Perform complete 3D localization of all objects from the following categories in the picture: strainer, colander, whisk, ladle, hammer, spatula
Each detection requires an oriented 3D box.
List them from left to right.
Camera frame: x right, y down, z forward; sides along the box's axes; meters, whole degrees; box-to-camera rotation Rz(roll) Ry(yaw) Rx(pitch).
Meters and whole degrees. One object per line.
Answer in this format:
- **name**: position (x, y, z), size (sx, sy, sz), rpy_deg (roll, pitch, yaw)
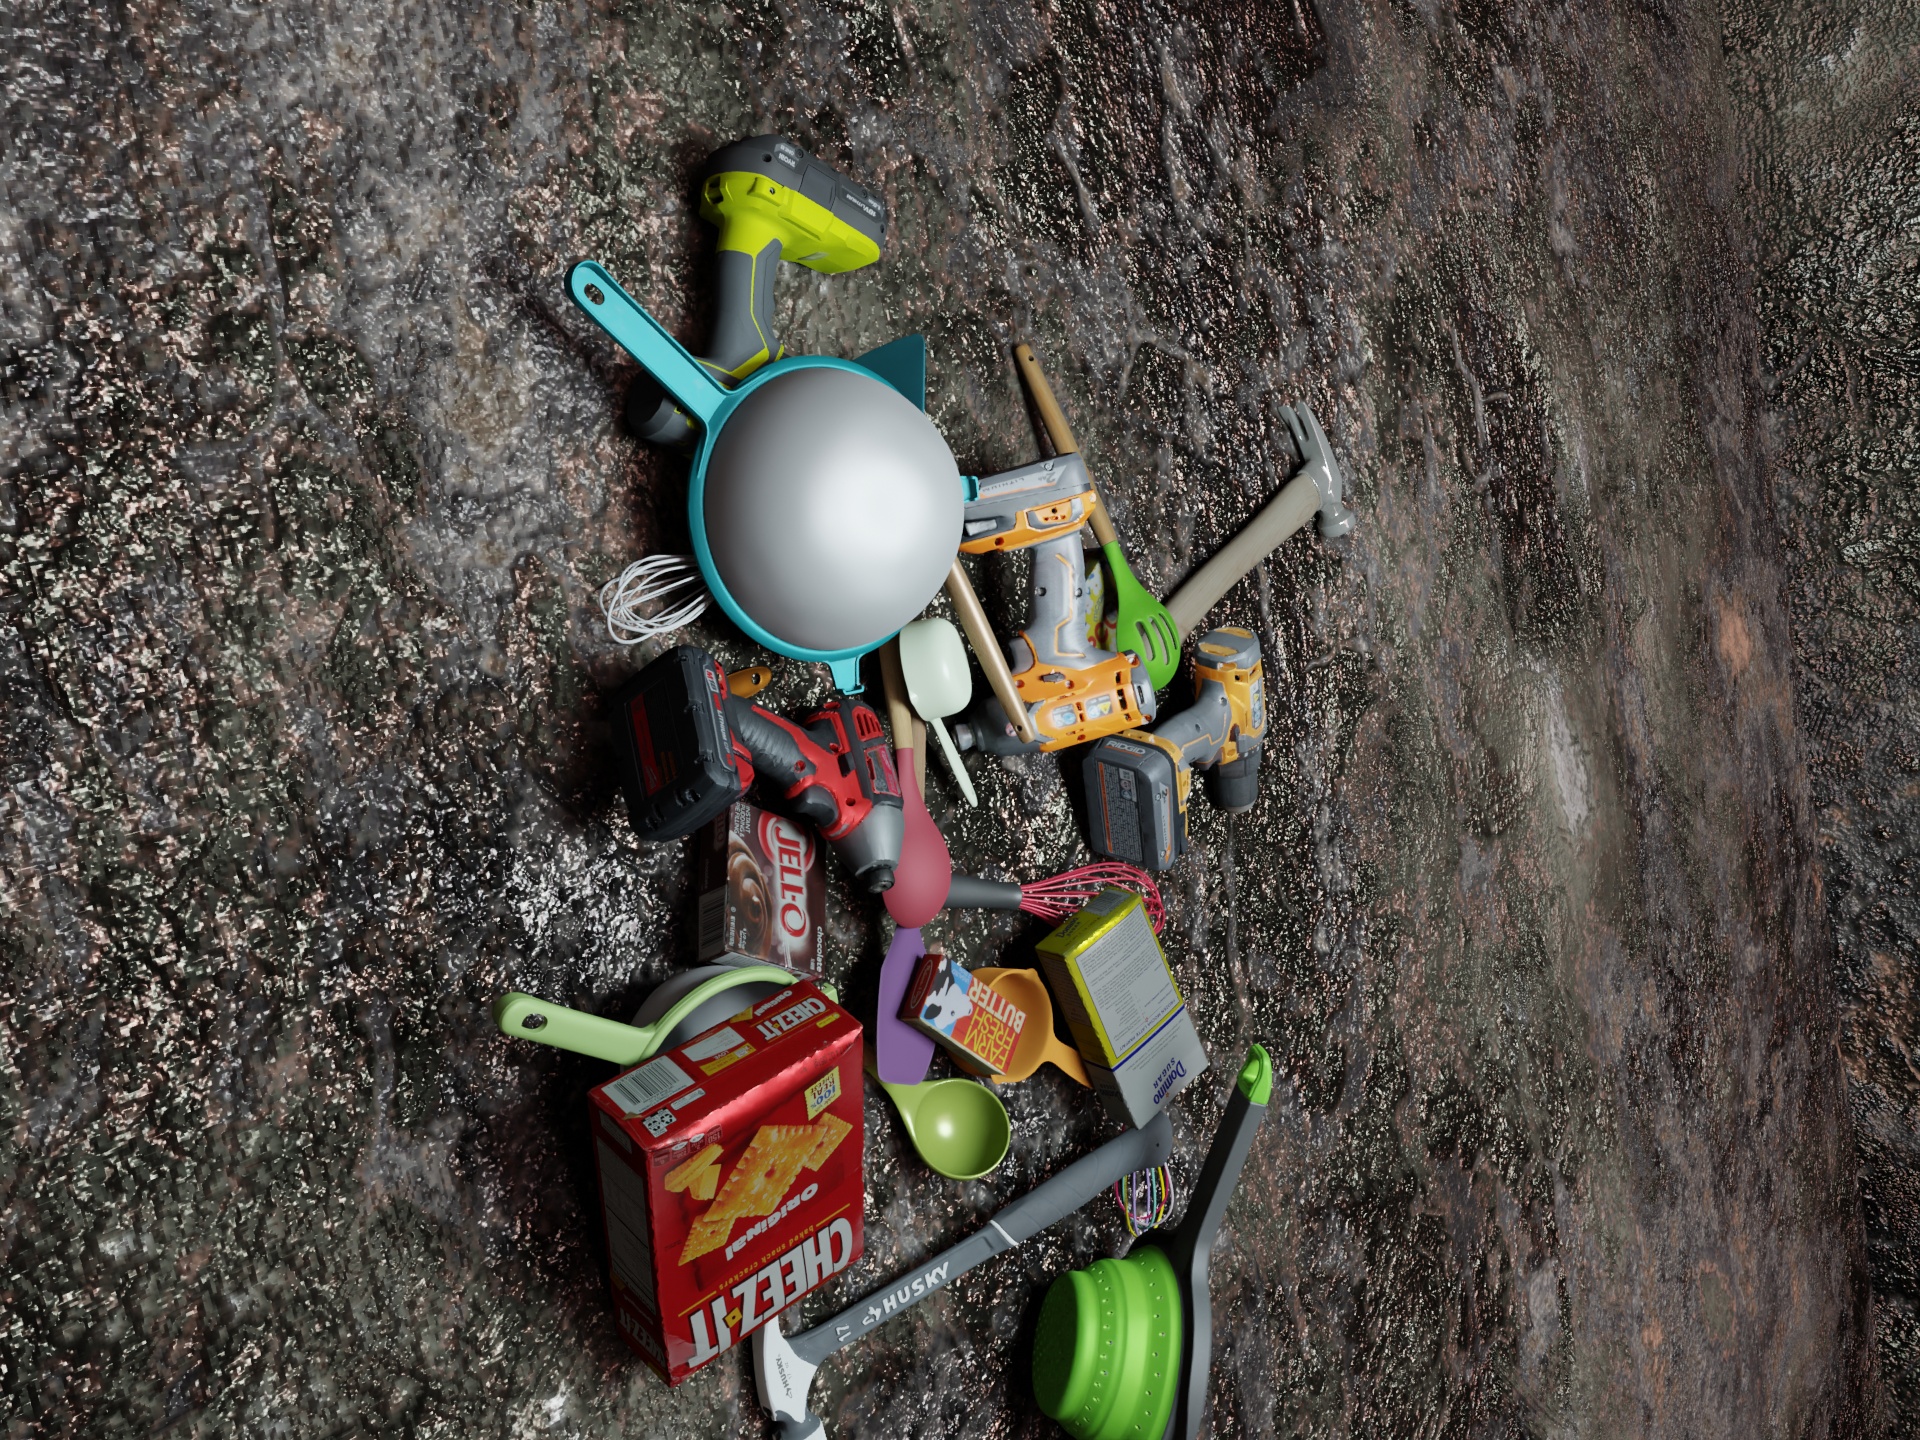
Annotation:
- **strainer**: position (-0.202, 0.198, 1.006), size (0.256, 0.069, 0.151), rpy_deg (31, 89, -48)
- **whisk**: position (-0.153, -0.110, 1.113), size (0.246, 0.058, 0.059), rpy_deg (-30, 143, -45)
- **strainer**: position (-0.110, -0.178, 1.035), size (0.340, 0.095, 0.211), rpy_deg (42, 69, -34)
- **ladle**: position (-0.074, 0.231, 1.160), size (0.319, 0.062, 0.078), rpy_deg (49, 49, -28)
- **ladle**: position (-0.046, -0.003, 1.193), size (0.069, 0.031, 0.315), rpy_deg (3, 76, -46)
- **spatula**: position (-0.036, 0.113, 1.200), size (0.059, 0.018, 0.316), rpy_deg (16, 68, -41)
- **spatula**: position (-0.007, -0.129, 1.202), size (0.317, 0.082, 0.044), rpy_deg (66, 30, -12)
- **hammer**: position (0.015, 0.396, 1.218), size (0.409, 0.036, 0.149), rpy_deg (-20, 100, -36)
- **whisk**: position (0.058, 0.144, 1.297), size (0.295, 0.073, 0.073), rpy_deg (10, 81, -37)
- **whisk**: position (0.153, 0.327, 1.365), size (0.047, 0.051, 0.245), rpy_deg (-6, 98, -16)
- **colander**: position (0.141, 0.430, 1.256), size (0.094, 0.205, 0.397), rpy_deg (15, 102, -12)
- **hammer**: position (0.255, -0.157, 1.521), size (0.411, 0.038, 0.146), rpy_deg (-43, 115, -37)

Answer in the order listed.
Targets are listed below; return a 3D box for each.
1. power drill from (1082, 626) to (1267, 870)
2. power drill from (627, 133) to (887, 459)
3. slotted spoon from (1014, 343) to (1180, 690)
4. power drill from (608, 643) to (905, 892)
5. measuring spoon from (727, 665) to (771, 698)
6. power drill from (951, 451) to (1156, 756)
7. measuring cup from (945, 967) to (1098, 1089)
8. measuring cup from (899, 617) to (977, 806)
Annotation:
- **power drill**: position (0.204, 0.044, 1.419), size (0.226, 0.084, 0.185), rpy_deg (-40, 133, -40)
- **power drill**: position (-0.131, -0.276, 1.122), size (0.171, 0.080, 0.223), rpy_deg (19, 78, -42)
- **slotted spoon**: position (0.114, -0.173, 1.346), size (0.070, 0.031, 0.314), rpy_deg (-25, 91, -33)
- **power drill**: position (-0.122, 0.039, 1.071), size (0.219, 0.078, 0.143), rpy_deg (19, 46, -49)
- **measuring spoon**: position (-0.176, -0.017, 1.107), size (0.117, 0.011, 0.021), rpy_deg (-25, 112, -46)
- **power drill**: position (0.051, -0.084, 1.261), size (0.164, 0.084, 0.226), rpy_deg (-17, 100, -5)
- **measuring cup**: position (0.051, 0.260, 1.284), size (0.173, 0.052, 0.095), rpy_deg (39, 61, -38)
- **measuring cup**: position (-0.002, -0.004, 1.222), size (0.083, 0.038, 0.167), rpy_deg (-82, 154, -58)
